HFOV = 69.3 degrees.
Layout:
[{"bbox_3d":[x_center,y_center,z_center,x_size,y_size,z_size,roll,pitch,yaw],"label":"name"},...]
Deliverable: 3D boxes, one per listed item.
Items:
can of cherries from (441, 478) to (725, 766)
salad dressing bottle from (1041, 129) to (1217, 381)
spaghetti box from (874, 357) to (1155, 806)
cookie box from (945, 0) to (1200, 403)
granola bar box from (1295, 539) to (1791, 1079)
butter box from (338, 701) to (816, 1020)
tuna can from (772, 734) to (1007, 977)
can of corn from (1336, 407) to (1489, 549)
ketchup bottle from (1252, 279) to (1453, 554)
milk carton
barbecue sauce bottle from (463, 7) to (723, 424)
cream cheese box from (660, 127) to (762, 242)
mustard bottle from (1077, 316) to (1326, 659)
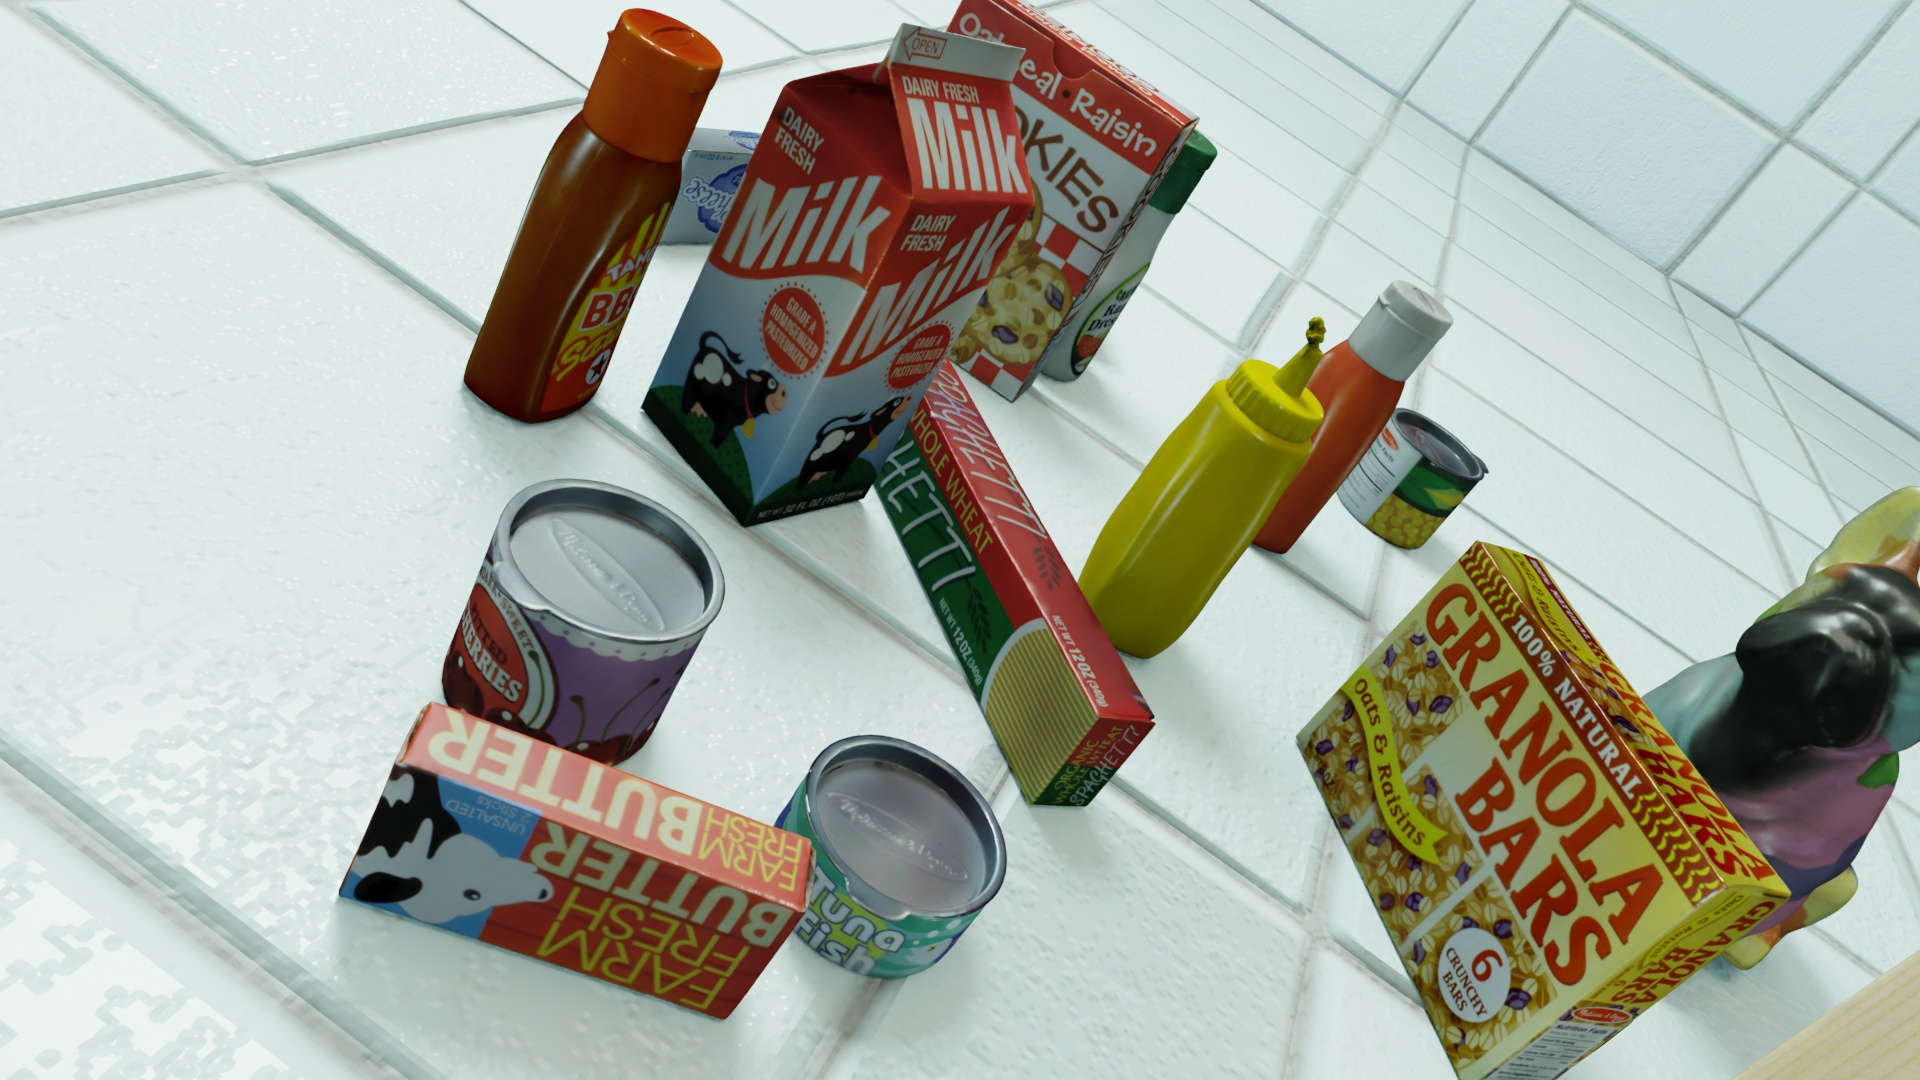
[{"bbox_3d":[-0.112,0.025,0.403,0.071,0.058,0.072,23,32,-16],"label":"can of cherries"},{"bbox_3d":[0.082,-0.155,0.746,0.044,0.147,0.064,41,31,13],"label":"salad dressing bottle"},{"bbox_3d":[0.002,-0.007,0.559,0.029,0.050,0.251,8,39,-35],"label":"spaghetti box"},{"bbox_3d":[0.022,-0.172,0.696,0.123,0.166,0.040,35,31,4],"label":"cookie box"},{"bbox_3d":[0.205,0.100,0.521,0.039,0.123,0.166,17,34,-26],"label":"granola bar box"},{"bbox_3d":[-0.093,0.082,0.345,0.103,0.053,0.024,24,32,-15],"label":"butter box"},{"bbox_3d":[-0.023,0.094,0.411,0.071,0.032,0.071,23,32,-16],"label":"tuna can"},{"bbox_3d":[0.272,-0.036,0.838,0.071,0.058,0.071,23,32,-16],"label":"can of corn"},{"bbox_3d":[0.192,-0.065,0.718,0.043,0.148,0.065,22,32,-17],"label":"ketchup bottle"},{"bbox_3d":[-0.041,-0.102,0.518,0.073,0.189,0.072,46,33,21],"label":"milk carton"},{"bbox_3d":[-0.130,-0.114,0.495,0.044,0.147,0.065,33,31,0],"label":"barbecue sauce bottle"},{"bbox_3d":[-0.112,-0.175,0.689,0.024,0.053,0.104,46,33,21],"label":"cream cheese box"},{"bbox_3d":[0.104,-0.023,0.568,0.049,0.159,0.065,27,31,-10],"label":"mustard bottle"}]
